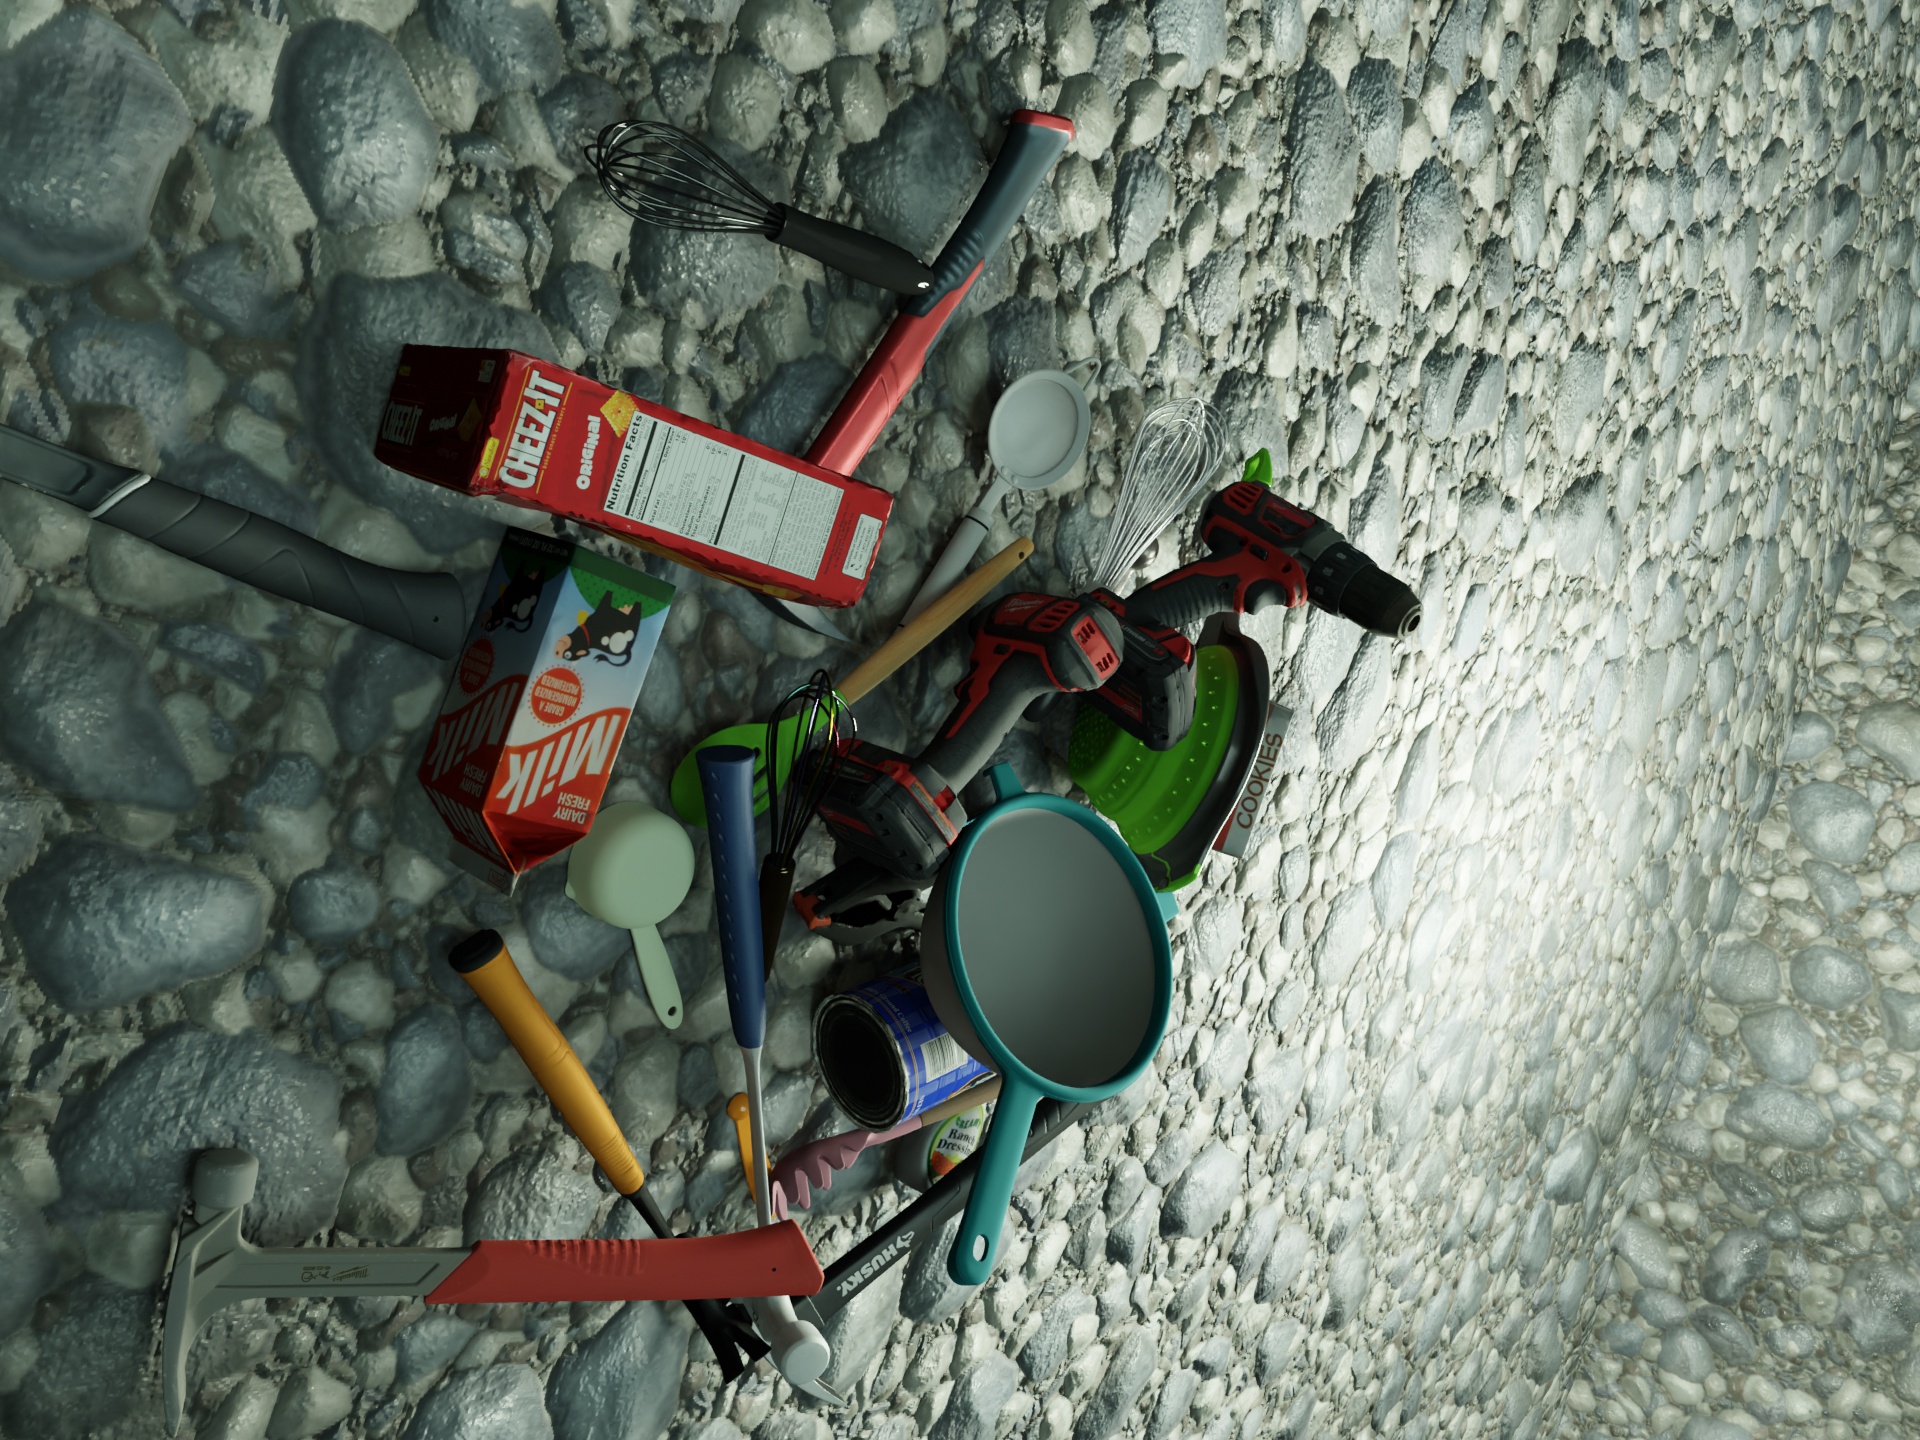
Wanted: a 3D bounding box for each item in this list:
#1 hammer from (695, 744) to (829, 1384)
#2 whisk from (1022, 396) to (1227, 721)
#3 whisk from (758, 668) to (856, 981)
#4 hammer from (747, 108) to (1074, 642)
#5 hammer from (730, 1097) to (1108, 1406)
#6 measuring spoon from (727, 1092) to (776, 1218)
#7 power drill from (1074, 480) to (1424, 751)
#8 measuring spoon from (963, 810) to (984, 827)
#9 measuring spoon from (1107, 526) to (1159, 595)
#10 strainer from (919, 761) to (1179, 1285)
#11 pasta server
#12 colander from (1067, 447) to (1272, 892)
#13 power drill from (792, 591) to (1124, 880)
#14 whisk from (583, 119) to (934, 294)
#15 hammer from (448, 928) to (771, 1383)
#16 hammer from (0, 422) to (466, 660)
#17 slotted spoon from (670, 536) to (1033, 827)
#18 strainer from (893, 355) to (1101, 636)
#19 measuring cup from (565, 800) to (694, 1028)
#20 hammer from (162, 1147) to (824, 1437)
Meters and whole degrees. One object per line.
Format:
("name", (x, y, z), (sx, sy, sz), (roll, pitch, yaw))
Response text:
("hammer", (-0.137, 0.213, 1.020), (0.035, 0.144, 0.405), (-10, 107, -26))
("whisk", (0.119, -0.125, 1.223), (0.070, 0.070, 0.284), (33, 84, -47))
("whisk", (-0.112, 0.075, 1.017), (0.051, 0.047, 0.244), (-20, 135, -47))
("hammer", (-0.026, -0.237, 1.042), (0.386, 0.038, 0.143), (-58, 137, -14))
("hammer", (-0.015, 0.370, 1.201), (0.335, 0.035, 0.146), (-33, 112, -21))
("measuring spoon", (-0.144, 0.312, 1.129), (0.021, 0.011, 0.116), (-32, 125, -35))
("power drill", (0.203, -0.074, 1.158), (0.227, 0.188, 0.080), (-35, 142, -22))
("measuring spoon", (0.004, 0.074, 1.200), (0.128, 0.021, 0.042), (-17, 135, -51))
("measuring spoon", (0.124, -0.099, 1.260), (0.124, 0.018, 0.034), (-58, 136, -13))
("strainer", (0.026, 0.212, 1.064), (0.210, 0.095, 0.341), (38, 51, -25))
("pasta server", (-0.005, 0.293, 1.182), (0.316, 0.040, 0.060), (-16, 156, -24))
("colander", (0.168, -0.060, 1.263), (0.094, 0.204, 0.397), (22, 68, -14))
("power drill", (-0.002, -0.003, 1.082), (0.220, 0.143, 0.078), (-46, 120, -18))
("whisk", (-0.108, -0.288, 0.918), (0.238, 0.055, 0.055), (9, 97, -42))
("hammer", (-0.216, 0.264, 0.974), (0.034, 0.127, 0.336), (-33, 120, -17))
("hammer", (-0.396, -0.103, 0.707), (0.408, 0.036, 0.149), (25, 86, -48))
("slotted spoon", (-0.062, -0.032, 1.059), (0.314, 0.031, 0.070), (-40, 128, -23))
("strainer", (0.015, -0.149, 1.115), (0.086, 0.050, 0.258), (36, 83, -39))
("measuring cup", (-0.191, 0.131, 0.996), (0.083, 0.038, 0.167), (-31, 122, -35))
("hammer", (-0.253, 0.323, 0.906), (0.359, 0.037, 0.149), (8, 95, -24))
